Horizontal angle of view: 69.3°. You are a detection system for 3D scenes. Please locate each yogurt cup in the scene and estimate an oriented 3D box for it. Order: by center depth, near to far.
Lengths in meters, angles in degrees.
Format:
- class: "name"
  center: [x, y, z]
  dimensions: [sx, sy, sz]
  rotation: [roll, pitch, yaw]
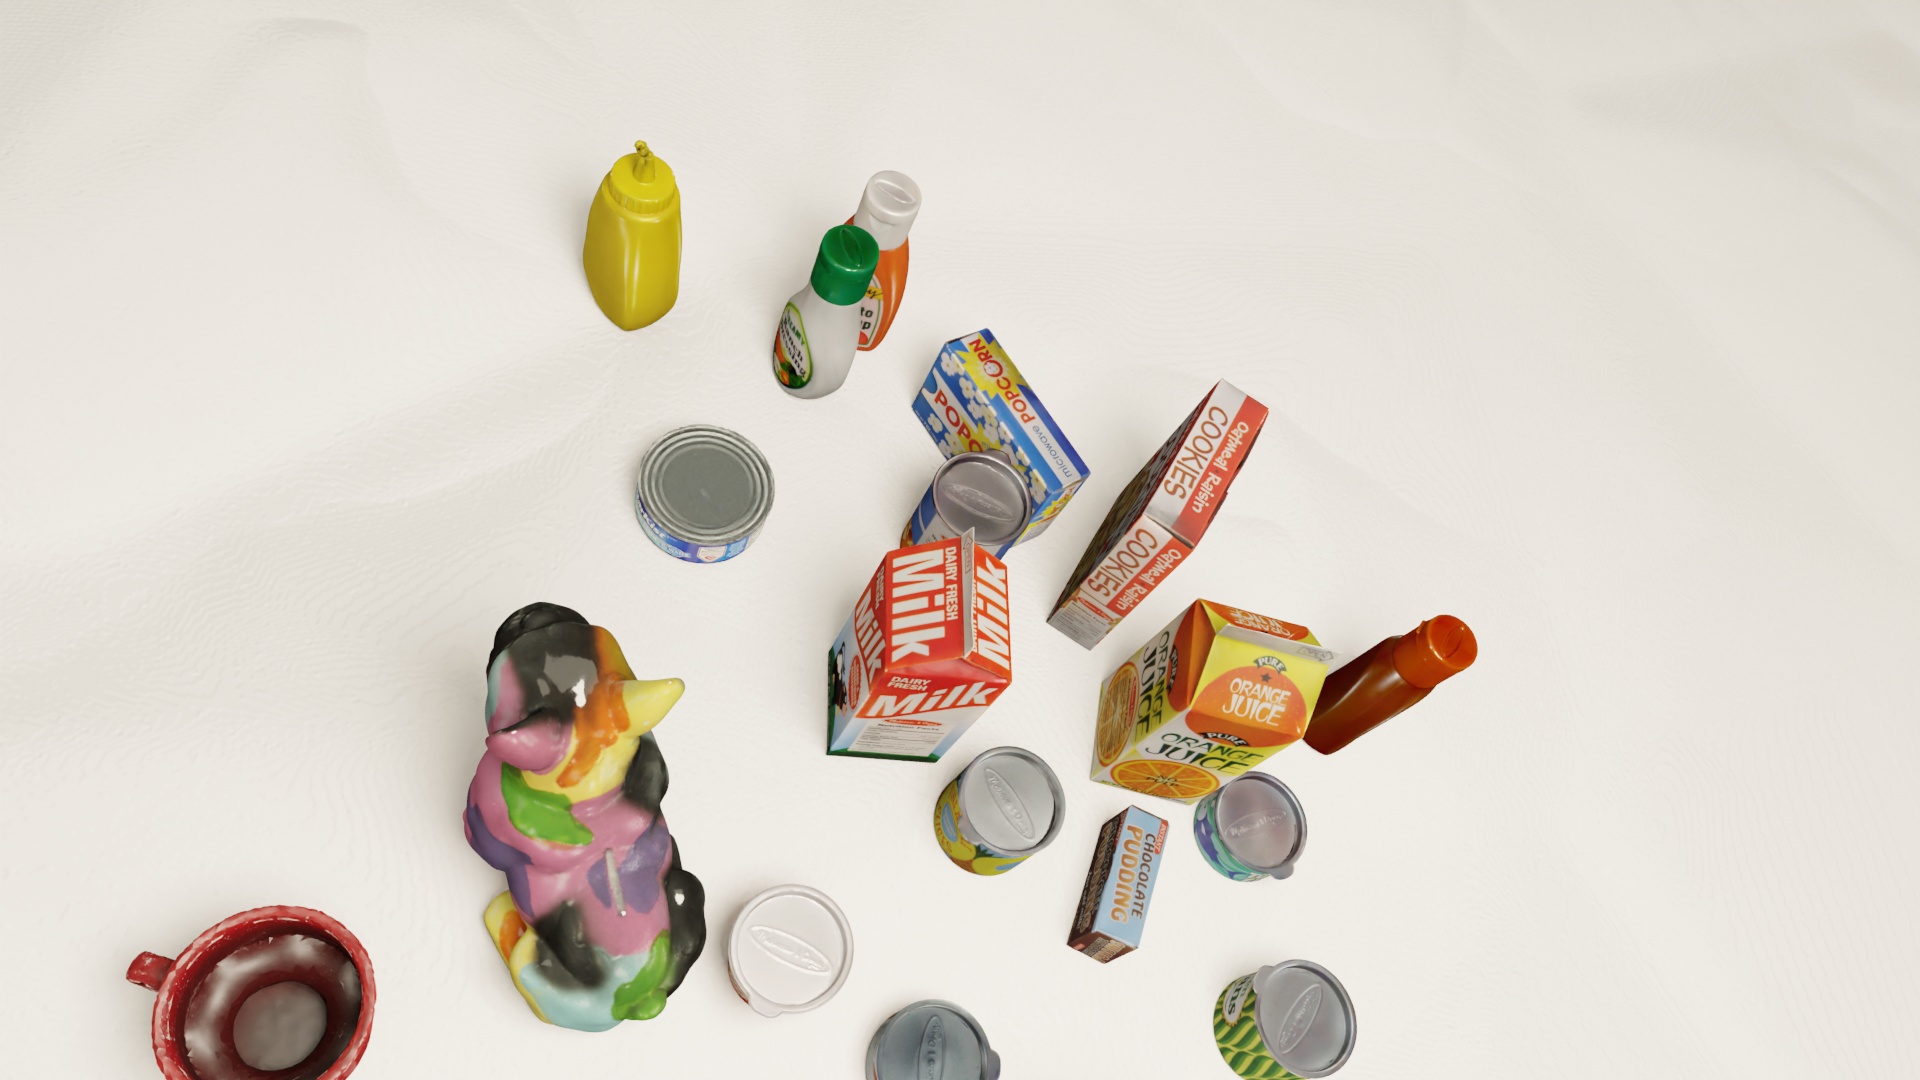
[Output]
- class: "yogurt cup"
  center: [-0.097, 0.228, 0.764]
  dimensions: [0.072, 0.053, 0.072]
  rotation: [8, 62, -15]

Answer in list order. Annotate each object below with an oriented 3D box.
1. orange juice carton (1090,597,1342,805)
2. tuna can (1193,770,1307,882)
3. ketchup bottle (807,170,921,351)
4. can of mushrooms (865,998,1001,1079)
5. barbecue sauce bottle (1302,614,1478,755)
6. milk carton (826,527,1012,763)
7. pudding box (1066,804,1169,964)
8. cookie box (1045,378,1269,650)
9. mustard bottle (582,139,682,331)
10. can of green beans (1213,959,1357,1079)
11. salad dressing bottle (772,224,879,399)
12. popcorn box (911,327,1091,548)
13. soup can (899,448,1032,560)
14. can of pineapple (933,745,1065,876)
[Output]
- class: "orange juice carton"
  center: [0.149, 0.094, 0.835]
  dimensions: [0.072, 0.191, 0.073]
  rotation: [16, 61, -11]
- class: "tuna can"
  center: [0.187, 0.187, 0.894]
  dimensions: [0.071, 0.032, 0.071]
  rotation: [8, 62, -15]
- class: "ketchup bottle"
  center: [-0.062, -0.187, 0.930]
  dimensions: [0.065, 0.148, 0.044]
  rotation: [25, 59, -5]
- class: "can of mushrooms"
  center: [-0.016, 0.292, 0.771]
  dimensions: [0.071, 0.033, 0.071]
  rotation: [8, 62, -15]
- class: "barbecue sauce bottle"
  center: [0.277, 0.092, 0.906]
  dimensions: [0.044, 0.147, 0.065]
  rotation: [42, 59, 4]
- class: "milk carton"
  center: [-0.022, 0.064, 0.793]
  dimensions: [0.073, 0.189, 0.072]
  rotation: [7, 63, -16]
- class: "pudding box"
  center: [0.096, 0.209, 0.842]
  dimensions: [0.030, 0.049, 0.084]
  rotation: [25, 59, -6]
- class: "cookie box"
  center: [0.125, -0.013, 0.895]
  dimensions: [0.040, 0.166, 0.123]
  rotation: [34, 59, -1]
- class: "mustard bottle"
  center: [-0.204, -0.198, 0.880]
  dimensions: [0.049, 0.159, 0.065]
  rotation: [-31, 78, -29]
- class: "can of green beans"
  center: [0.193, 0.289, 0.830]
  dimensions: [0.071, 0.057, 0.071]
  rotation: [8, 62, -15]
- class: "salad dressing bottle"
  center: [-0.087, -0.147, 0.902]
  dimensions: [0.044, 0.147, 0.064]
  rotation: [-15, 70, -25]
- class: "popcorn box"
  center: [0.025, -0.068, 0.937]
  dimensions: [0.038, 0.084, 0.127]
  rotation: [-27, 76, -28]
- class: "soup can"
  center: [0.003, -0.011, 0.902]
  dimensions: [0.071, 0.083, 0.071]
  rotation: [8, 62, -15]
- class: "can of pineapple"
  center: [0.021, 0.164, 0.834]
  dimensions: [0.071, 0.057, 0.071]
  rotation: [8, 62, -15]
